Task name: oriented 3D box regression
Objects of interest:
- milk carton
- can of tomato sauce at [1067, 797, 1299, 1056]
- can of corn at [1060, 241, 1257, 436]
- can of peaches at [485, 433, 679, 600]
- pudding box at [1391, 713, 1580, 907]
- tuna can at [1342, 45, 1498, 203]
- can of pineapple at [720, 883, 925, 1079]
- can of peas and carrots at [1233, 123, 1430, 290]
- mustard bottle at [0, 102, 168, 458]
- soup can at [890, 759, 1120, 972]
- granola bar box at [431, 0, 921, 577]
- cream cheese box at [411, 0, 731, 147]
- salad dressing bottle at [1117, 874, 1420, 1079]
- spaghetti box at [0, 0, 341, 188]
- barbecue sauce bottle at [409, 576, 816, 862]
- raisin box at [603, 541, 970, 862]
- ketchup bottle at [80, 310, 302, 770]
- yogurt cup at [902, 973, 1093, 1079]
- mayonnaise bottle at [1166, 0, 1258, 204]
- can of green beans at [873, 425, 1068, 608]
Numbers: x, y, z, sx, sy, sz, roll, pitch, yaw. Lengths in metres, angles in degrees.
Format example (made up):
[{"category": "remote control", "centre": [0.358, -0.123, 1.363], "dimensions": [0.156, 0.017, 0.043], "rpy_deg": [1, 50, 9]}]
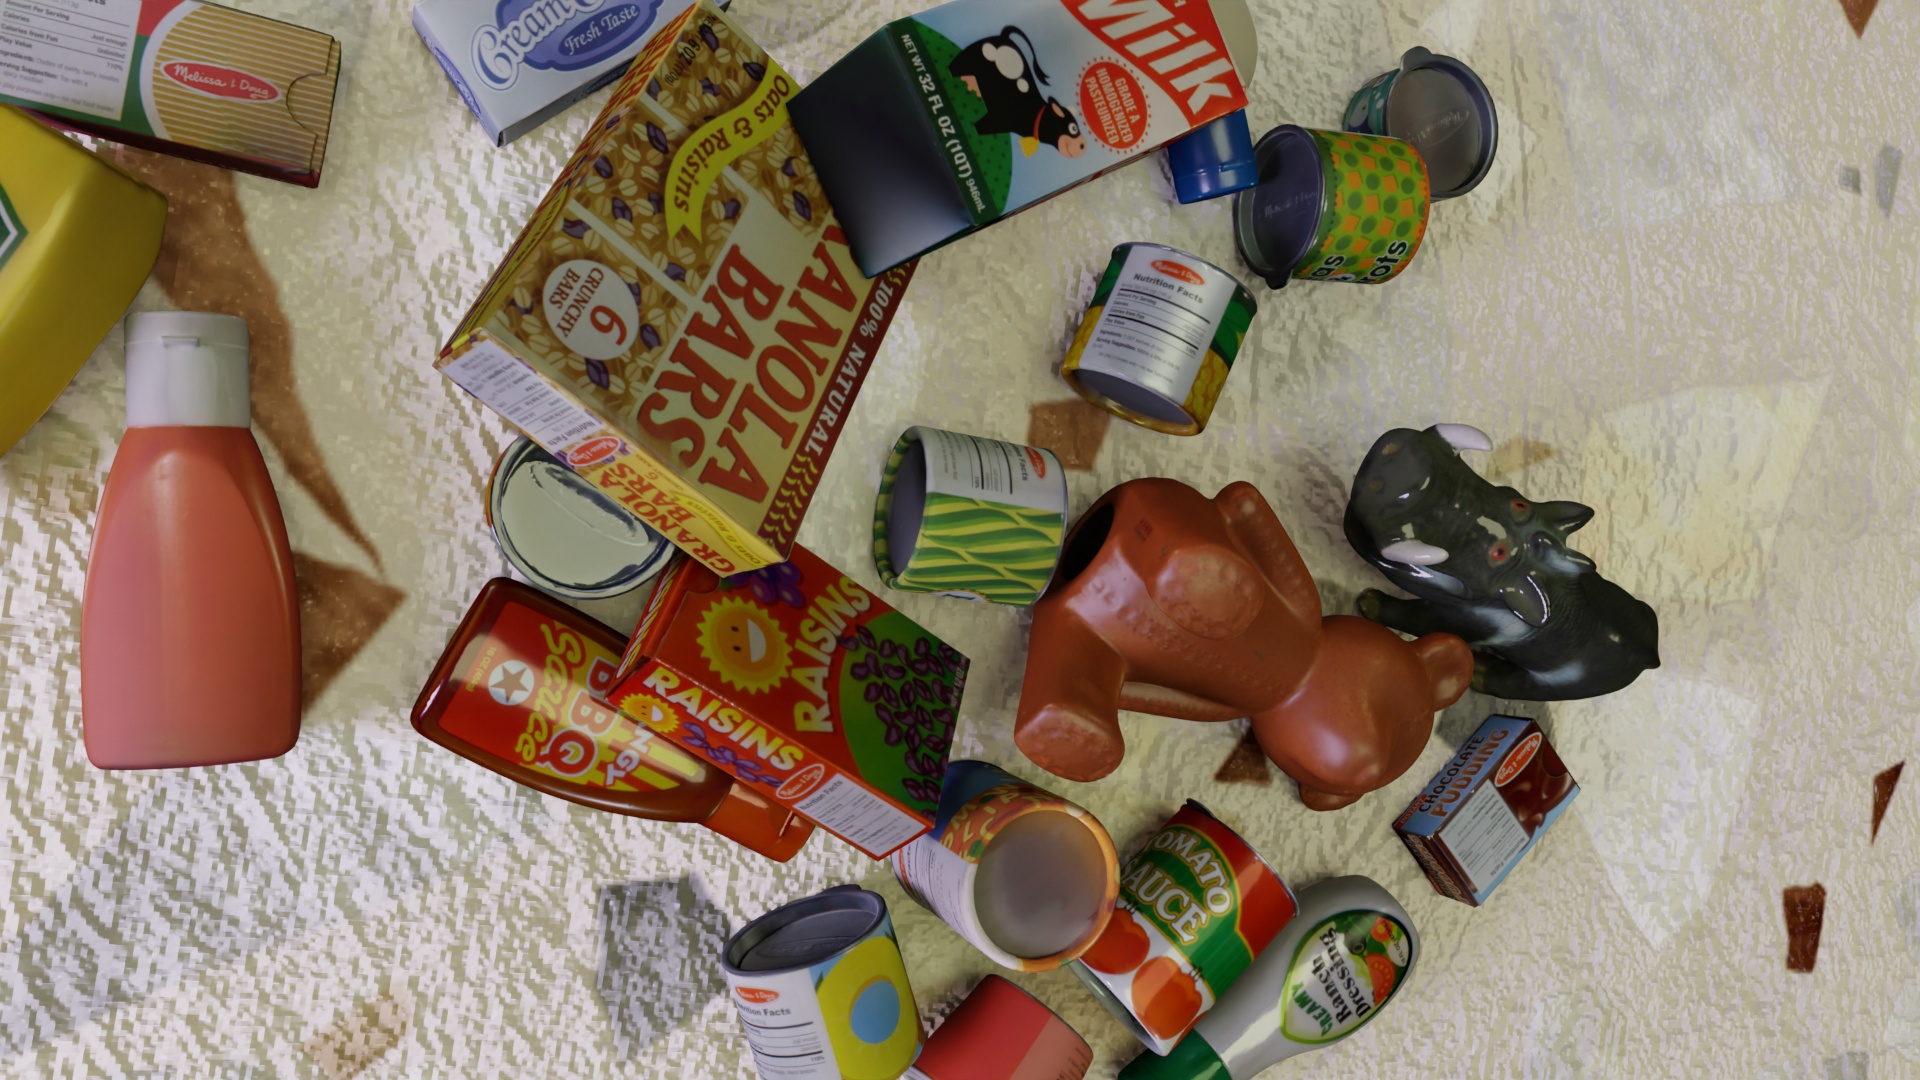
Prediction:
[{"category": "milk carton", "centre": [0.039, -0.171, 0.524], "dimensions": [0.191, 0.073, 0.072], "rpy_deg": [-32, 102, -32]}, {"category": "can of tomato sauce", "centre": [0.090, 0.164, 0.590], "dimensions": [0.083, 0.071, 0.071], "rpy_deg": [-42, 105, -15]}, {"category": "can of corn", "centre": [0.083, -0.083, 0.586], "dimensions": [0.071, 0.071, 0.058], "rpy_deg": [27, 82, -20]}, {"category": "can of peaches", "centre": [-0.135, -0.015, 0.503], "dimensions": [0.071, 0.058, 0.071], "rpy_deg": [0, 91, -21]}, {"category": "pudding box", "centre": [0.257, 0.130, 0.676], "dimensions": [0.084, 0.030, 0.049], "rpy_deg": [-42, 104, -16]}, {"category": "tuna can", "centre": [0.214, -0.193, 0.651], "dimensions": [0.071, 0.033, 0.071], "rpy_deg": [-1, 91, -22]}, {"category": "can of pineapple", "centre": [-0.051, 0.175, 0.536], "dimensions": [0.071, 0.071, 0.057], "rpy_deg": [-19, 99, -20]}, {"category": "can of peas and carrots", "centre": [0.164, -0.145, 0.614], "dimensions": [0.059, 0.071, 0.071], "rpy_deg": [-1, 92, -22]}, {"category": "mustard bottle", "centre": [-0.315, -0.055, 0.430], "dimensions": [0.065, 0.048, 0.160], "rpy_deg": [28, 83, 16]}, {"category": "soup can", "centre": [0.018, 0.126, 0.553], "dimensions": [0.071, 0.083, 0.071], "rpy_deg": [0, 91, -22]}, {"category": "granola bar box", "centre": [-0.085, -0.089, 0.486], "dimensions": [0.124, 0.039, 0.166], "rpy_deg": [41, 53, -30]}, {"category": "cream cheese box", "centre": [-0.143, -0.196, 0.515], "dimensions": [0.104, 0.024, 0.053], "rpy_deg": [-38, 103, -17]}, {"category": "salad dressing bottle", "centre": [0.138, 0.210, 0.623], "dimensions": [0.148, 0.044, 0.064], "rpy_deg": [-32, 101, -18]}, {"category": "spaghetti box", "centre": [-0.333, -0.168, 0.438], "dimensions": [0.250, 0.028, 0.050], "rpy_deg": [10, 88, -21]}, {"category": "barbecue sauce bottle", "centre": [-0.122, 0.074, 0.518], "dimensions": [0.148, 0.043, 0.065], "rpy_deg": [31, 78, -20]}, {"category": "raisin box", "centre": [-0.060, 0.052, 0.521], "dimensions": [0.123, 0.040, 0.086], "rpy_deg": [35, 41, -18]}, {"category": "ketchup bottle", "centre": [-0.256, -0.001, 0.463], "dimensions": [0.065, 0.043, 0.148], "rpy_deg": [-1, 91, -22]}, {"category": "yogurt cup", "centre": [0.017, 0.215, 0.566], "dimensions": [0.072, 0.072, 0.054], "rpy_deg": [47, 68, -16]}, {"category": "mayonnaise bottle", "centre": [0.096, -0.222, 0.600], "dimensions": [0.065, 0.041, 0.148], "rpy_deg": [-15, 98, -13]}, {"category": "can of green beans", "centre": [0.003, -0.009, 0.553], "dimensions": [0.058, 0.071, 0.071], "rpy_deg": [9, 88, -21]}]
